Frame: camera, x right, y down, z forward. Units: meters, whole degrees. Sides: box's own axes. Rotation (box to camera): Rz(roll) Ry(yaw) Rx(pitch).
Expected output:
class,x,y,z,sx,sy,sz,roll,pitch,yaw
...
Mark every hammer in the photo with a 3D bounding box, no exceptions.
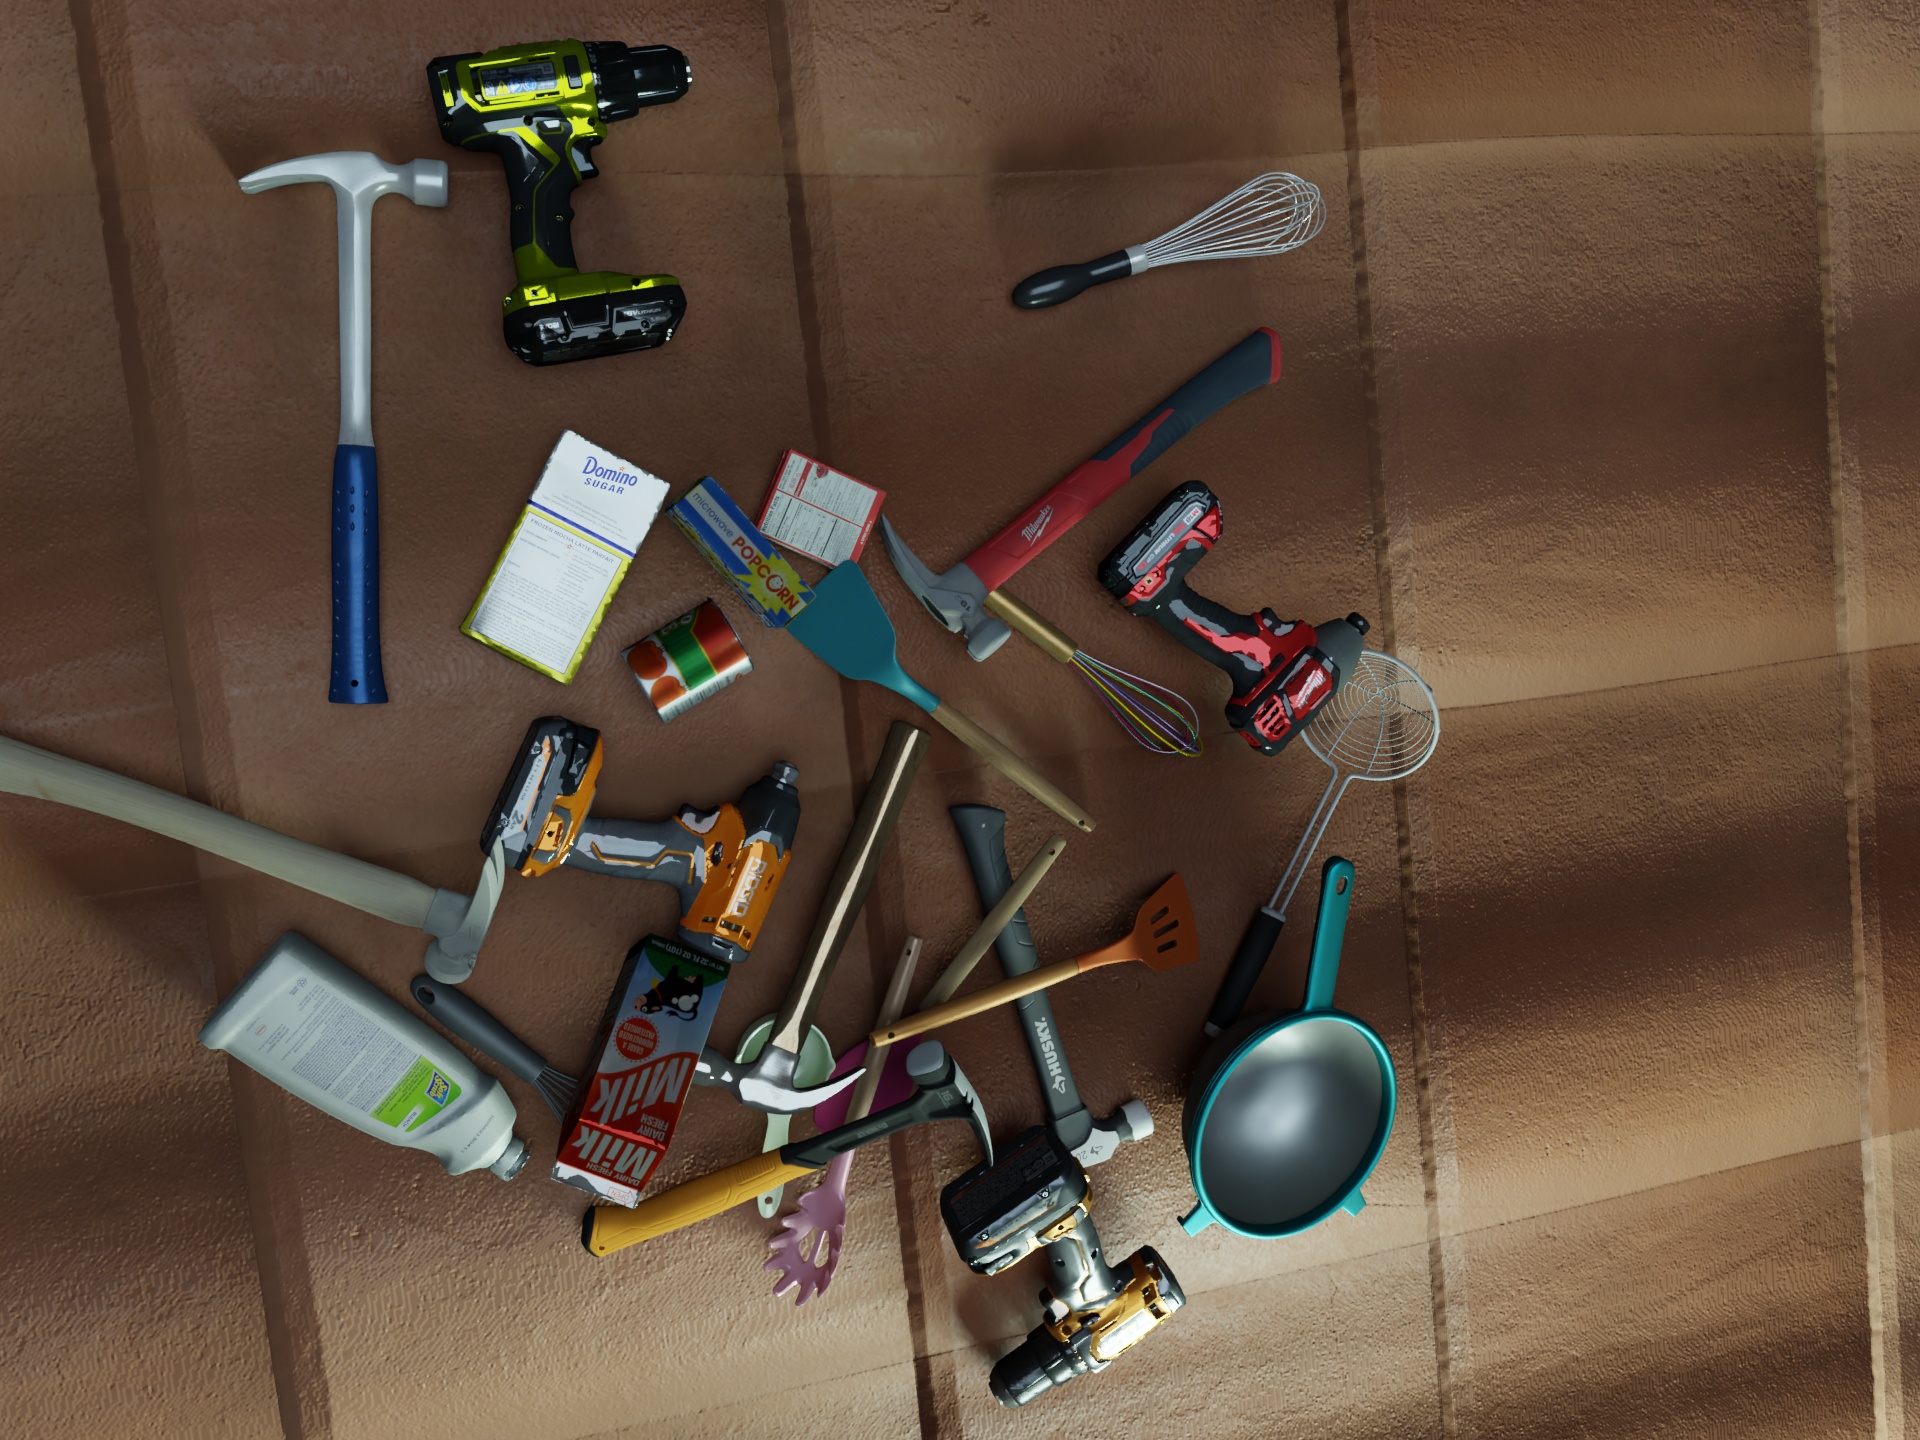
class,x,y,z,sx,sy,sz,roll,pitch,yaw
hammer,0.052,0.227,1.352,0.146,0.035,0.334,-19,99,-14
hammer,-0.096,0.157,1.283,0.130,0.031,0.331,24,78,-10
hammer,-0.142,0.356,1.254,0.337,0.034,0.127,-23,125,8
hammer,-0.455,-0.215,1.182,0.144,0.035,0.405,0,94,-16
hammer,0.113,-0.220,1.330,0.386,0.038,0.143,-40,85,-13
hammer,-0.536,0.074,1.148,0.410,0.038,0.146,22,129,-12

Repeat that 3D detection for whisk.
class,x,y,z,sx,sy,sz,roll,pitch,yaw
whisk,0.110,-0.045,1.351,0.245,0.051,0.047,36,63,-11
whisk,-0.334,0.277,1.247,0.239,0.055,0.055,41,83,-10
whisk,0.176,-0.395,1.334,0.284,0.070,0.070,-21,99,-8

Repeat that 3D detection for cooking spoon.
class,x,y,z,sx,sy,sz,roll,pitch,yaw
cooking spoon,-0.013,0.222,1.316,0.069,0.017,0.319,37,95,-1

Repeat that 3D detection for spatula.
class,x,y,z,sx,sy,sz,roll,pitch,yaw
spatula,-0.002,-0.004,1.321,0.317,0.044,0.082,39,110,-22
spatula,0.070,0.211,1.323,0.322,0.041,0.081,-16,94,-23

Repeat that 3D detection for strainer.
class,x,y,z,sx,sy,sz,roll,pitch,yaw
strainer,0.276,0.271,1.371,0.211,0.095,0.340,2,101,-26

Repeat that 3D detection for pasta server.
class,x,y,z,sx,sy,sz,roll,pitch,yaw
pasta server,-0.087,0.325,1.302,0.060,0.040,0.316,20,96,17

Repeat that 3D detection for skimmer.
class,x,y,z,sx,sy,sz,roll,pitch,yaw
skimmer,0.296,0.113,1.383,0.127,0.090,0.363,26,89,17

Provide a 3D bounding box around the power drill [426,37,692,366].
class,x,y,z,sx,sy,sz,roll,pitch,yaw
power drill,-0.281,-0.396,1.197,0.190,0.080,0.228,-13,95,-14

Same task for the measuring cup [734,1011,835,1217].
class,x,y,z,sx,sy,sz,roll,pitch,yaw
measuring cup,-0.151,0.320,1.302,0.083,0.038,0.167,6,94,-16

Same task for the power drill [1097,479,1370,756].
class,x,y,z,sx,sy,sz,roll,pitch,yaw
power drill,0.233,-0.091,1.333,0.219,0.078,0.143,45,90,-4

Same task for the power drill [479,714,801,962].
class,x,y,z,sx,sy,sz,roll,pitch,yaw
power drill,-0.238,0.077,1.241,0.226,0.084,0.164,25,86,-20

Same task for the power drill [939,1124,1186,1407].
class,x,y,z,sx,sy,sz,roll,pitch,yaw
power drill,0.067,0.469,1.336,0.185,0.084,0.226,-34,118,-2
